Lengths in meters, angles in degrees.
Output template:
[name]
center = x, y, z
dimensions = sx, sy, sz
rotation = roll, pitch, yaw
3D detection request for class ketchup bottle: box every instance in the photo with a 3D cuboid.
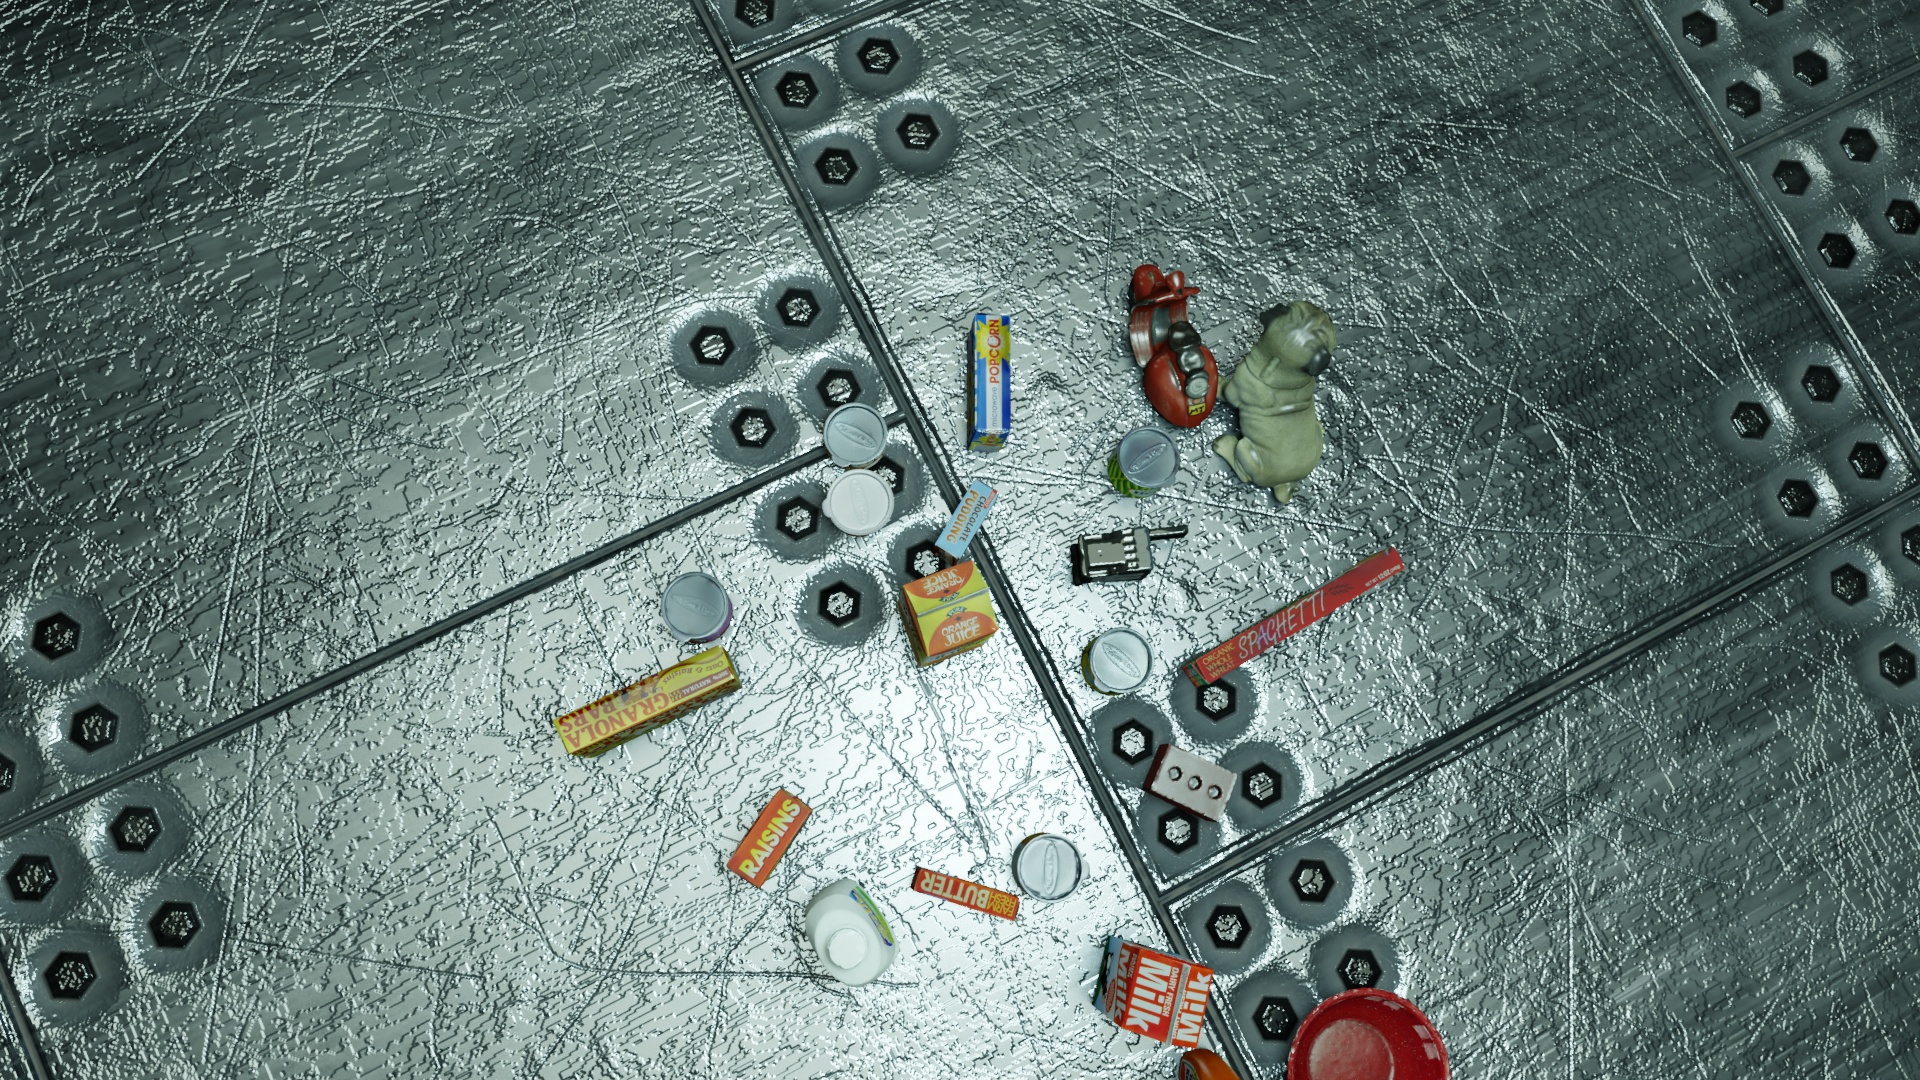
[ketchup bottle]
center = 0.242, 0.519, 1.295
dimensions = 0.043, 0.148, 0.065
rotation = -5, 80, -6

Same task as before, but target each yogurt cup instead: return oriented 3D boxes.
[yogurt cup]
center = -0.103, -0.035, 1.418
dimensions = 0.072, 0.054, 0.072
rotation = 1, 79, -5

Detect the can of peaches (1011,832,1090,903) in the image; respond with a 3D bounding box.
[can of peaches]
center = 0.087, 0.321, 1.365
dimensions = 0.071, 0.058, 0.071
rotation = 1, 79, -5

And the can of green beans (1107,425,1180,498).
[can of green beans]
center = 0.191, -0.081, 1.452
dimensions = 0.071, 0.057, 0.071
rotation = 1, 79, -5

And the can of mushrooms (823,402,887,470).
[can of mushrooms]
center = -0.111, -0.105, 1.442
dimensions = 0.071, 0.033, 0.071
rotation = 1, 79, -5

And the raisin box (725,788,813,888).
[raisin box]
center = -0.179, 0.280, 1.316
dimensions = 0.040, 0.123, 0.086
rotation = 35, 79, 2

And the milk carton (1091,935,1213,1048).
[milk carton]
center = 0.180, 0.418, 1.288
dimensions = 0.073, 0.190, 0.072
rotation = 16, 79, -2

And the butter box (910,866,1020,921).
[butter box]
center = 0.005, 0.344, 1.356
dimensions = 0.103, 0.053, 0.024
rotation = 17, 79, -2

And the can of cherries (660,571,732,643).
[can of cherries]
center = -0.263, 0.070, 1.382
dimensions = 0.071, 0.058, 0.071
rotation = 1, 79, -5

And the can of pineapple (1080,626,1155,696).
[can of pineapple]
center = 0.157, 0.124, 1.409
dimensions = 0.071, 0.057, 0.071
rotation = 1, 79, -5

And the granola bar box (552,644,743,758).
[granola bar box]
center = -0.293, 0.156, 1.329
dimensions = 0.166, 0.124, 0.039
rotation = -25, 83, -9

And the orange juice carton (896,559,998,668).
[orange juice carton]
center = -0.014, 0.071, 1.335
dimensions = 0.072, 0.192, 0.073
rotation = -20, 82, -8

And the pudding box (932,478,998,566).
[pudding box]
center = 0.005, -0.018, 1.427
dimensions = 0.030, 0.049, 0.084
rotation = 31, 78, 1

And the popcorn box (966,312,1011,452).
[popcorn box]
center = 0.029, -0.162, 1.439
dimensions = 0.038, 0.085, 0.127
rotation = 1, 79, -5

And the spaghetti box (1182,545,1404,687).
[spaghetti box]
center = 0.344, 0.079, 1.438
dimensions = 0.250, 0.050, 0.029
rotation = -29, 83, -10
